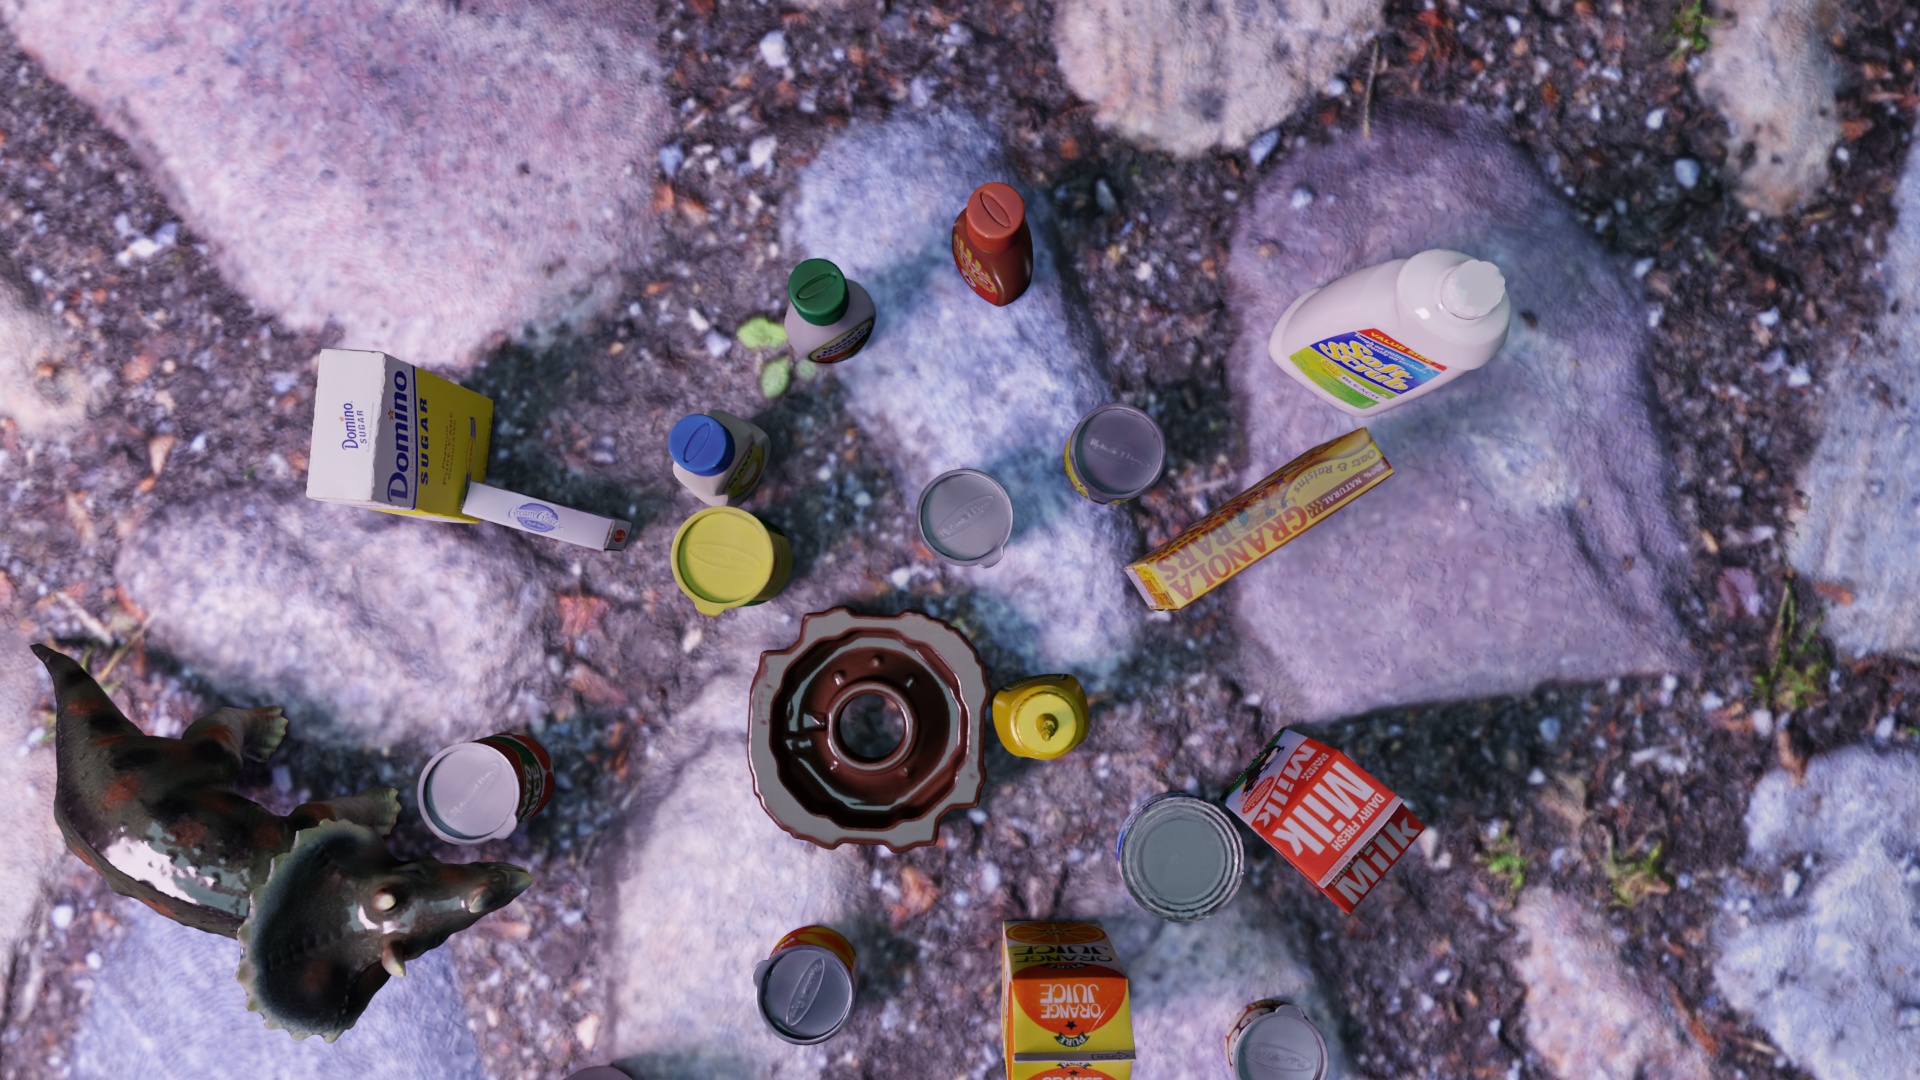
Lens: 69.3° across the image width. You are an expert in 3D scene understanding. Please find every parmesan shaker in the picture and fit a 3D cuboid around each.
[{"bbox_3d":[-0.153,0.015,0.938,0.071,0.103,0.071,0,87,0],"label":"parmesan shaker"}]

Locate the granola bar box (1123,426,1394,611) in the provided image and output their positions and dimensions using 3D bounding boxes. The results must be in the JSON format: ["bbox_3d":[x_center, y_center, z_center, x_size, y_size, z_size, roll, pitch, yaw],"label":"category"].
[{"bbox_3d":[0.196,-0.011,0.932,0.165,0.124,0.039,-32,88,-2],"label":"granola bar box"}]

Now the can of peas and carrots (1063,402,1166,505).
[{"bbox_3d":[0.106,-0.057,0.966,0.071,0.058,0.071,0,87,0],"label":"can of peas and carrots"}]

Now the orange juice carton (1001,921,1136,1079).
[{"bbox_3d":[0.064,0.298,0.879,0.072,0.192,0.073,0,87,0],"label":"orange juice carton"}]

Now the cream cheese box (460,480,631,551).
[{"bbox_3d":[-0.286,-0.016,0.964,0.104,0.053,0.024,15,87,0],"label":"cream cheese box"}]

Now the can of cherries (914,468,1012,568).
[{"bbox_3d":[0.003,-0.012,0.963,0.071,0.058,0.071,0,87,0],"label":"can of cherries"}]

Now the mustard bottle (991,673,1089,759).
[{"bbox_3d":[0.055,0.115,0.905,0.065,0.160,0.049,-13,88,-1],"label":"mustard bottle"}]

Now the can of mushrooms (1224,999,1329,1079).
[{"bbox_3d":[0.218,0.351,0.956,0.071,0.033,0.071,0,87,0],"label":"can of mushrooms"}]

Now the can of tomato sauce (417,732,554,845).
[{"bbox_3d":[-0.316,0.166,0.938,0.071,0.083,0.071,0,87,0],"label":"can of tomato sauce"}]

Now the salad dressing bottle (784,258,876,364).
[{"bbox_3d":[-0.089,-0.153,0.926,0.064,0.147,0.044,-30,88,-2],"label":"salad dressing bottle"}]

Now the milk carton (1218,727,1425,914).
[{"bbox_3d":[0.231,0.177,0.888,0.073,0.190,0.072,42,88,2],"label":"milk carton"}]

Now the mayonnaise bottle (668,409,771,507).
[{"bbox_3d":[-0.161,-0.056,0.919,0.041,0.148,0.065,31,88,1],"label":"mayonnaise bottle"}]

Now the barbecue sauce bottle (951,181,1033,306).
[{"bbox_3d":[0.022,-0.201,0.929,0.044,0.148,0.065,-38,88,-2],"label":"barbecue sauce bottle"}]

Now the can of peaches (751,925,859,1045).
[{"bbox_3d":[-0.105,0.300,0.945,0.071,0.058,0.071,0,87,0],"label":"can of peaches"}]
